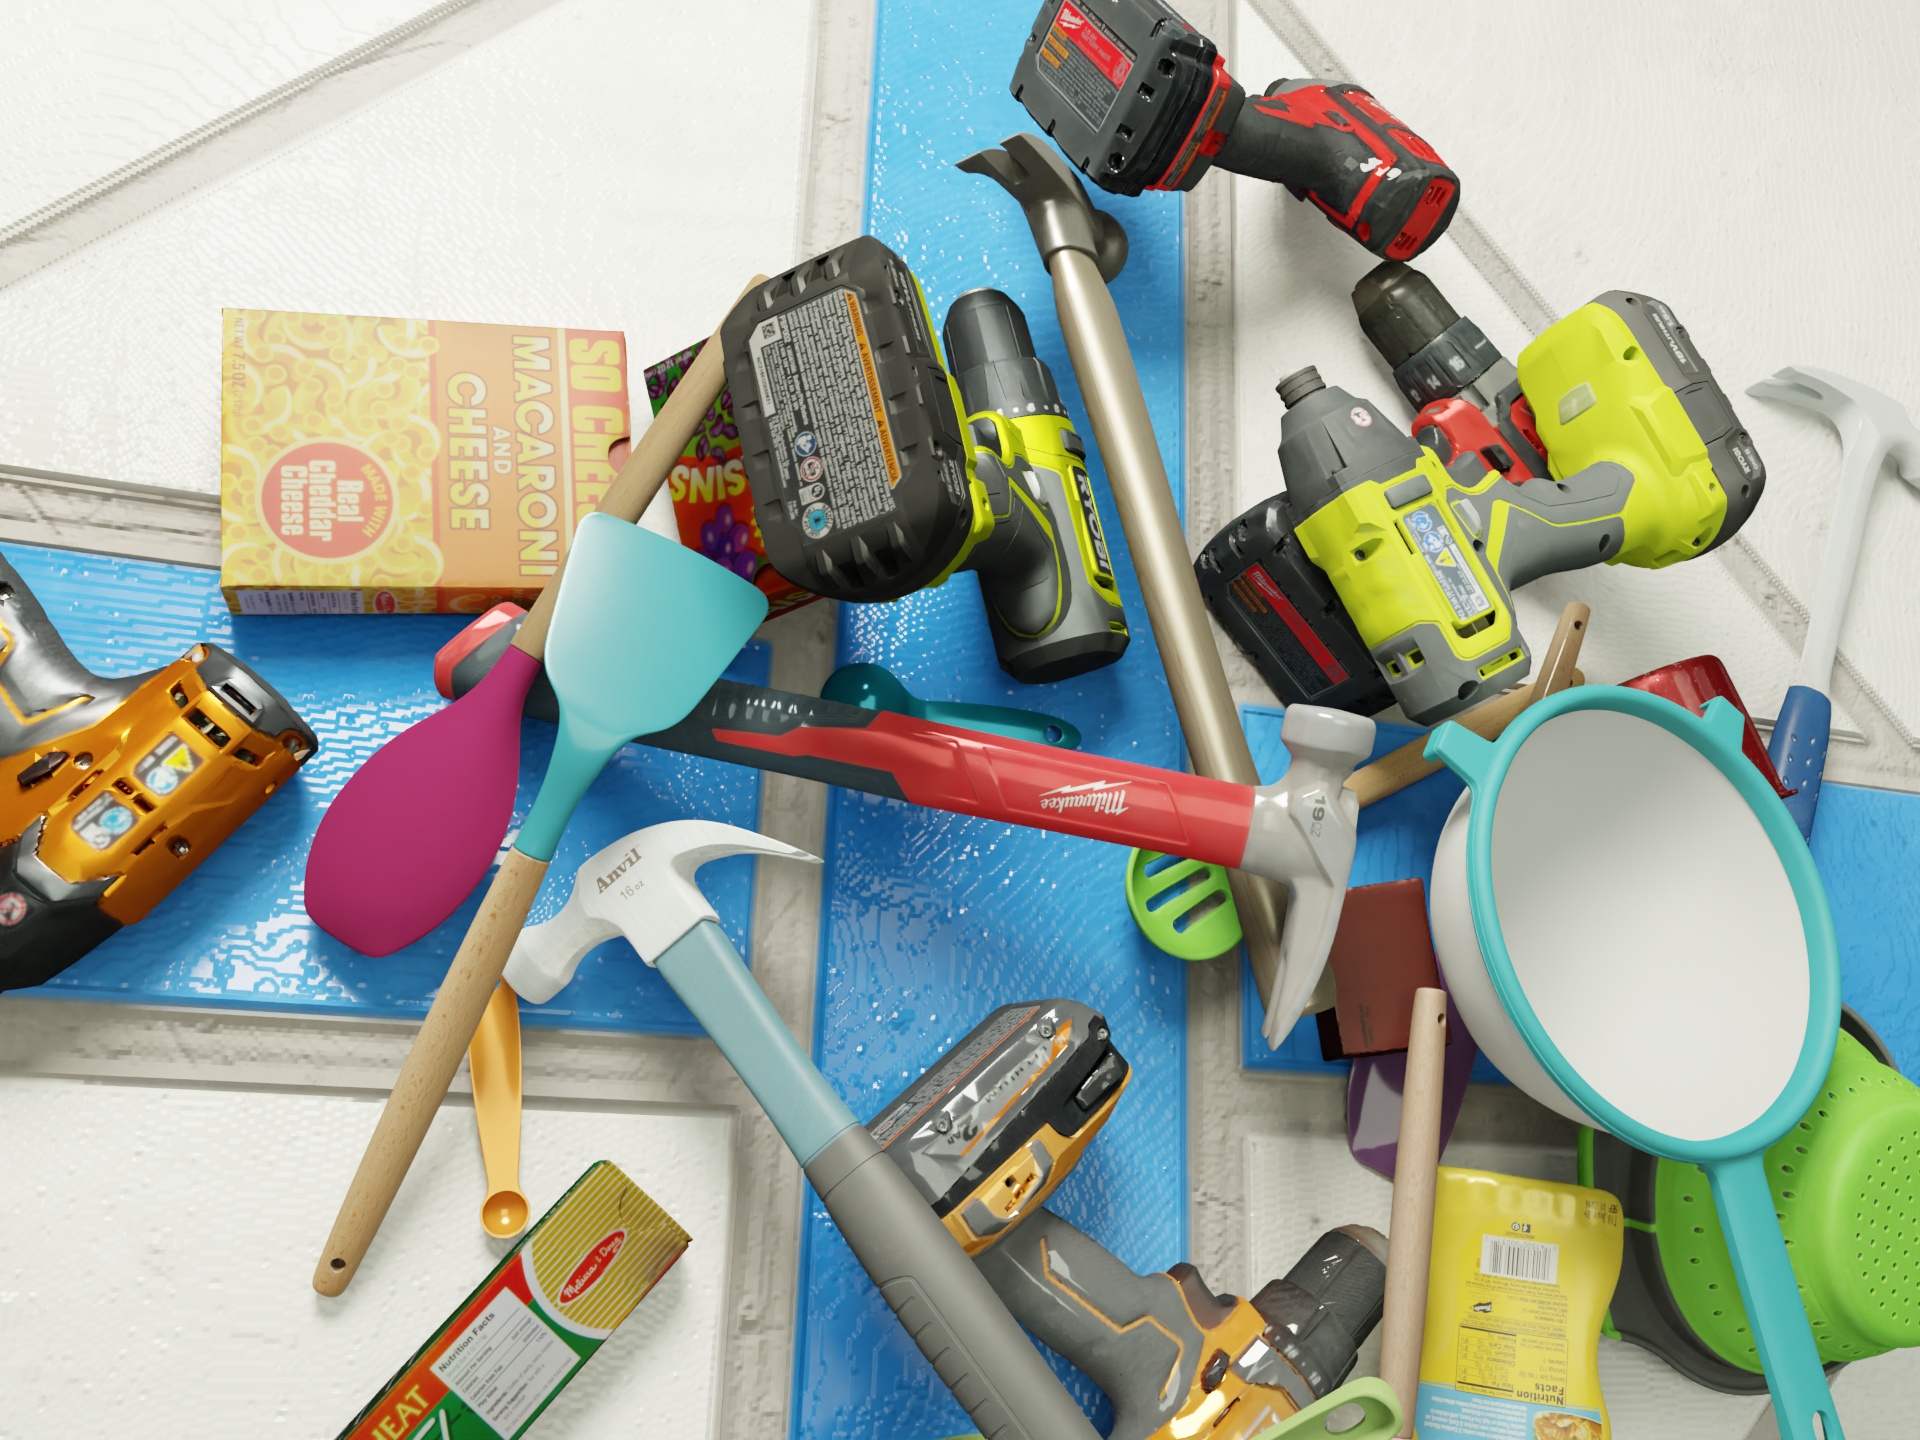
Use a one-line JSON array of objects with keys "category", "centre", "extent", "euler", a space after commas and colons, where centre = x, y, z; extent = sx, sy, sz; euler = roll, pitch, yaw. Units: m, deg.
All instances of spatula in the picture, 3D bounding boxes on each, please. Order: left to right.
[{"category": "spatula", "centre": [-0.176, 0.074, 0.620], "extent": [0.082, 0.044, 0.317], "euler": [26, 89, -12]}, {"category": "spatula", "centre": [0.263, 0.077, 0.801], "extent": [0.059, 0.018, 0.316], "euler": [27, 75, -5]}]

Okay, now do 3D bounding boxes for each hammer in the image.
[{"category": "hammer", "centre": [-0.041, 0.173, 0.598], "extent": [0.128, 0.033, 0.331], "euler": [-41, 71, 3]}, {"category": "hammer", "centre": [-0.031, 0.030, 0.667], "extent": [0.386, 0.038, 0.143], "euler": [12, 93, 1]}, {"category": "hammer", "centre": [0.091, -0.065, 0.723], "extent": [0.038, 0.146, 0.411], "euler": [-20, 80, 22]}, {"category": "hammer", "centre": [0.478, -0.025, 0.902], "extent": [0.144, 0.035, 0.406], "euler": [28, 69, -10]}]

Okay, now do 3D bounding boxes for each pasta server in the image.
[{"category": "pasta server", "centre": [0.179, 0.271, 0.673], "extent": [0.060, 0.040, 0.316], "euler": [21, 72, -40]}]

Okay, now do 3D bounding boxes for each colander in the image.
[{"category": "colander", "centre": [0.492, 0.225, 0.792], "extent": [0.397, 0.094, 0.204], "euler": [-5, 89, -23]}]

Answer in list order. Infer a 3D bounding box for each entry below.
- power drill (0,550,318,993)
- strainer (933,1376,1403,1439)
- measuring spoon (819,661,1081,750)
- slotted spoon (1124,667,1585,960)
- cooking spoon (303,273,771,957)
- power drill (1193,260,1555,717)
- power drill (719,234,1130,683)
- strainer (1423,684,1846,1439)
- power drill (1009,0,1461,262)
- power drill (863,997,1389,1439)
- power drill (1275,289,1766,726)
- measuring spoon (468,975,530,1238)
[{"category": "power drill", "centre": [-0.381, -0.010, 0.586], "extent": [0.226, 0.084, 0.164], "euler": [43, 67, -8]}, {"category": "strainer", "centre": [0.055, 0.325, 0.586], "extent": [0.256, 0.069, 0.151], "euler": [-33, 94, 7]}, {"category": "measuring spoon", "centre": [-0.001, -0.002, 0.741], "extent": [0.128, 0.021, 0.042], "euler": [8, 73, -15]}, {"category": "slotted spoon", "centre": [0.205, 0.035, 0.799], "extent": [0.314, 0.031, 0.070], "euler": [-24, 84, -24]}, {"category": "cooking spoon", "centre": [-0.162, -0.049, 0.643], "extent": [0.069, 0.017, 0.319], "euler": [31, 82, 6]}, {"category": "power drill", "centre": [0.223, -0.124, 0.823], "extent": [0.227, 0.080, 0.188], "euler": [-38, 90, -26]}, {"category": "power drill", "centre": [-0.005, -0.120, 0.686], "extent": [0.080, 0.228, 0.191], "euler": [-18, 79, 23]}, {"category": "strainer", "centre": [0.302, 0.157, 0.713], "extent": [0.211, 0.095, 0.340], "euler": [-4, 75, -27]}, {"category": "power drill", "centre": [0.143, -0.308, 0.810], "extent": [0.219, 0.078, 0.143], "euler": [3, 43, -36]}, {"category": "power drill", "centre": [0.079, 0.225, 0.679], "extent": [0.185, 0.084, 0.226], "euler": [-37, 93, -26]}, {"category": "power drill", "centre": [0.259, -0.116, 0.753], "extent": [0.223, 0.080, 0.171], "euler": [-25, 84, -26]}, {"category": "measuring spoon", "centre": [-0.188, 0.150, 0.646], "extent": [0.021, 0.011, 0.117], "euler": [-3, 73, -19]}]
